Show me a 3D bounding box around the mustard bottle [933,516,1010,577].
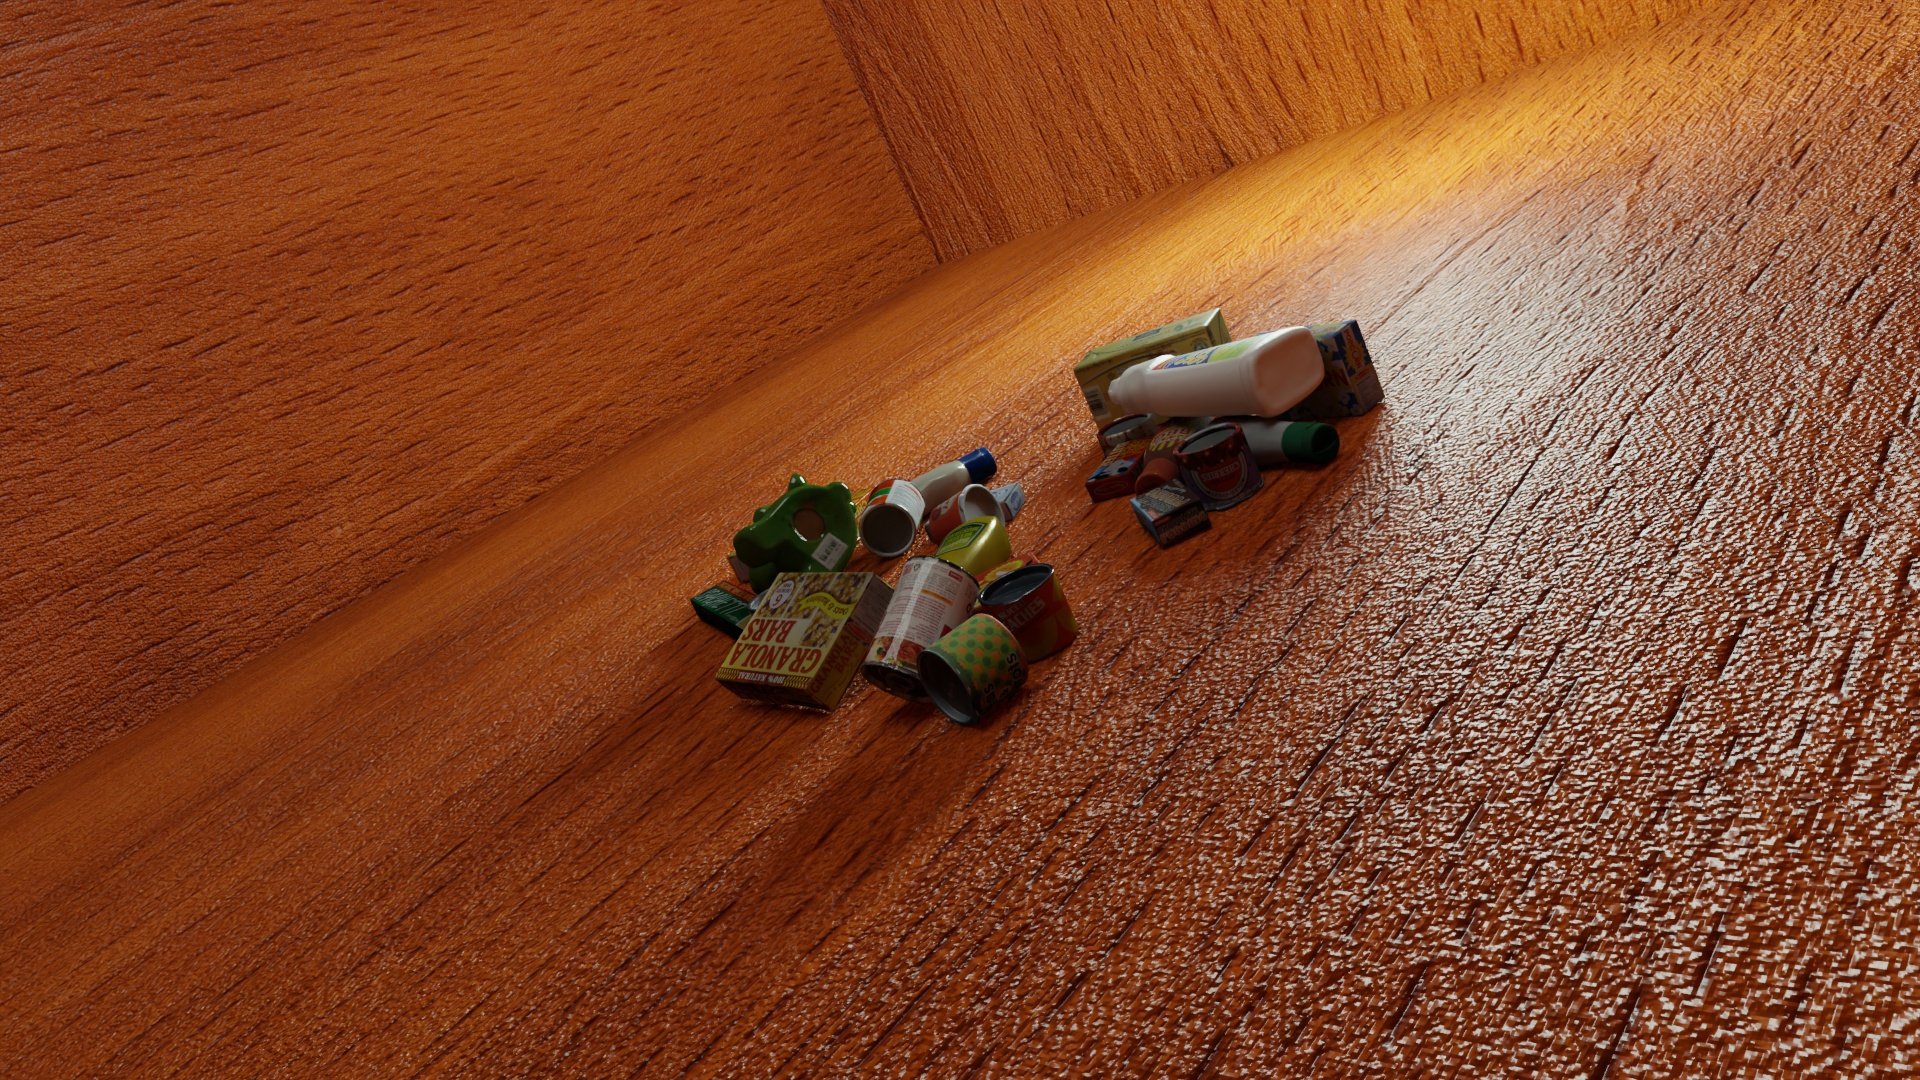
[{"bbox_3d":[0.001,0.028,1.313,0.065,0.048,0.161,-19,17,24],"label":"mustard bottle"}]

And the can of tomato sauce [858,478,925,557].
[{"bbox_3d":[-0.078,-0.024,1.561,0.071,0.071,0.083,-21,17,12],"label":"can of tomato sauce"}]

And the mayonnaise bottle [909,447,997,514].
[{"bbox_3d":[-0.027,-0.063,1.653,0.148,0.041,0.065,-29,18,-17],"label":"mayonnaise bottle"}]

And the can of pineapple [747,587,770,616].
[{"bbox_3d":[-0.170,0.077,1.391,0.071,0.057,0.071,-23,17,7],"label":"can of pineapple"}]

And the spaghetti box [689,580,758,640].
[{"bbox_3d":[-0.244,0.081,1.535,0.050,0.028,0.250,-30,17,-19],"label":"spaghetti box"}]

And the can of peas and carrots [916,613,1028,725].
[{"bbox_3d":[0.011,0.099,1.054,0.059,0.070,0.071,-33,18,-28],"label":"can of peas and carrots"}]

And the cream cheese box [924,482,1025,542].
[{"bbox_3d":[0.016,-0.031,1.517,0.103,0.024,0.053,-16,19,27],"label":"cream cheese box"}]

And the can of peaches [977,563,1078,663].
[{"bbox_3d":[0.055,0.060,1.121,0.071,0.058,0.071,-22,17,7],"label":"can of peaches"}]

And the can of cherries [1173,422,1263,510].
[{"bbox_3d":[0.233,-0.067,1.257,0.071,0.058,0.072,-23,16,7],"label":"can of cherries"}]

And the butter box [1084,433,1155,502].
[{"bbox_3d":[0.172,-0.076,1.435,0.053,0.024,0.104,-14,19,34],"label":"butter box"}]

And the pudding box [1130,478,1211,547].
[{"bbox_3d":[0.187,-0.025,1.243,0.050,0.030,0.084,-26,16,1],"label":"pudding box"}]

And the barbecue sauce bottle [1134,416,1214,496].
[{"bbox_3d":[0.207,-0.078,1.358,0.065,0.043,0.149,-15,19,30],"label":"barbecue sauce bottle"}]

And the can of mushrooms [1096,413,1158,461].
[{"bbox_3d":[0.182,-0.112,1.517,0.071,0.033,0.071,-23,17,7],"label":"can of mushrooms"}]

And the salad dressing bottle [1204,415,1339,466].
[{"bbox_3d":[0.287,-0.092,1.287,0.064,0.044,0.147,-30,18,-22],"label":"salad dressing bottle"}]

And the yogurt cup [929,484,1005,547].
[{"bbox_3d":[0.005,-0.018,1.428,0.053,0.072,0.073,-23,14,37],"label":"yogurt cup"}]

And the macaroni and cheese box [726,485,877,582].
[{"bbox_3d":[-0.186,-0.007,1.709,0.166,0.040,0.124,-15,19,33],"label":"macaroni and cheese box"}]

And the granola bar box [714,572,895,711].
[{"bbox_3d":[-0.141,0.089,1.268,0.165,0.039,0.124,-2,52,52],"label":"granola bar box"}]

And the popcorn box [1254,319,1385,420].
[{"bbox_3d":[0.341,-0.164,1.357,0.038,0.085,0.126,-35,19,-28],"label":"popcorn box"}]

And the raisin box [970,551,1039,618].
[{"bbox_3d":[0.020,0.060,1.205,0.123,0.040,0.086,-25,15,-3],"label":"raisin box"}]
